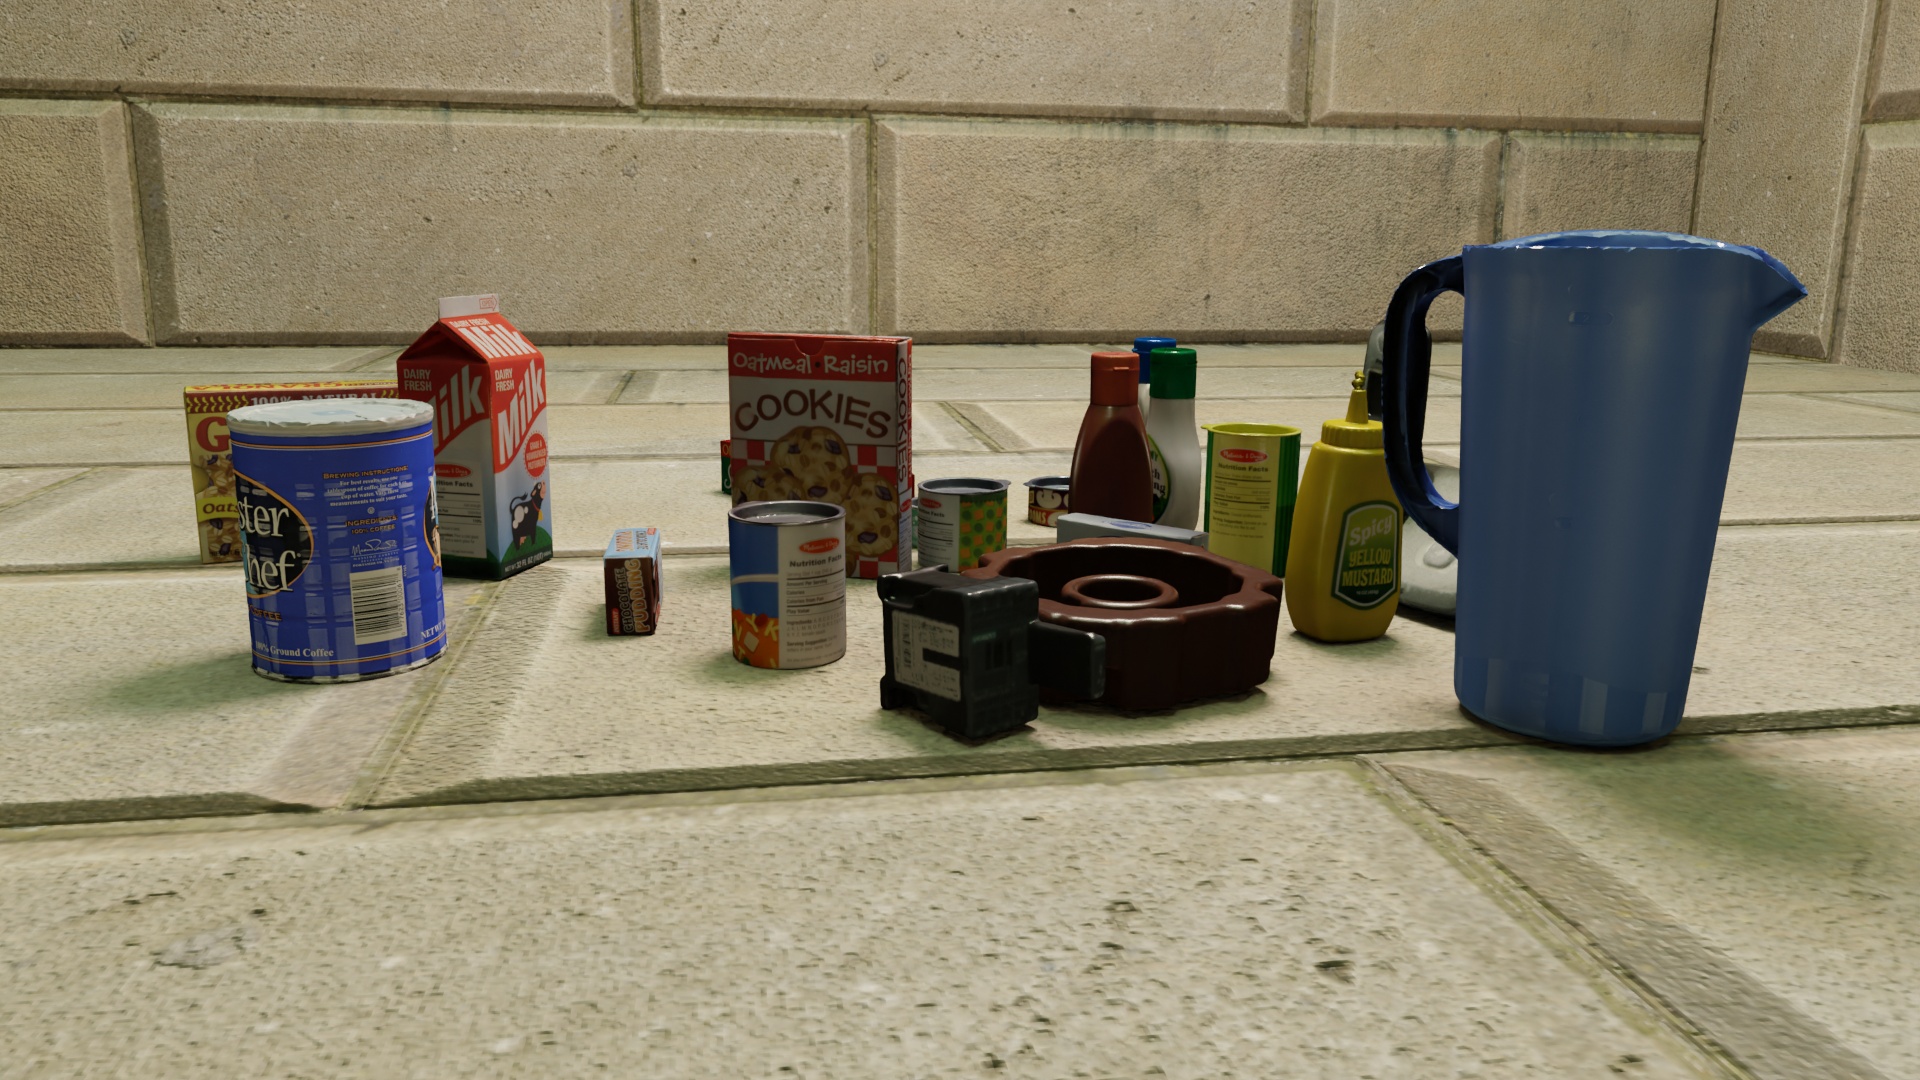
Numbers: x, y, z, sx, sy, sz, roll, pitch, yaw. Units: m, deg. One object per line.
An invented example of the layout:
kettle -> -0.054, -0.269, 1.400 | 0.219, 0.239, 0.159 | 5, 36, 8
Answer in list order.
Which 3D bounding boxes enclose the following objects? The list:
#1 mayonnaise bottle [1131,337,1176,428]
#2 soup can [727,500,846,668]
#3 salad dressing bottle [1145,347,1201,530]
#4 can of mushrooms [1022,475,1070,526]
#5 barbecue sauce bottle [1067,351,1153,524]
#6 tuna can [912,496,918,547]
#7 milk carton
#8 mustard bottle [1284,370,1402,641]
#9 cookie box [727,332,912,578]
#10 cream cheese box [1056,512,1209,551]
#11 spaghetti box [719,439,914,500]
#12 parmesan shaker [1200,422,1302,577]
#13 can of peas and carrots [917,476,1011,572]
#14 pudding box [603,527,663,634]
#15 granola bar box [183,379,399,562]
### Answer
mayonnaise bottle -> 0.166, -0.100, 1.201 | 0.041, 0.147, 0.065 | -1, 12, -8
soup can -> -0.099, 0.023, 0.790 | 0.071, 0.083, 0.071 | 1, 12, 0
salad dressing bottle -> 0.167, -0.079, 1.107 | 0.044, 0.147, 0.064 | -4, 13, -22
can of mushrooms -> 0.087, -0.033, 1.159 | 0.071, 0.033, 0.071 | 1, 13, 0
barbecue sauce bottle -> 0.115, -0.068, 1.055 | 0.065, 0.148, 0.044 | -1, 12, -9
tuna can -> -0.011, -0.014, 1.073 | 0.071, 0.032, 0.071 | 1, 13, 0
milk carton -> -0.337, -0.074, 0.967 | 0.073, 0.190, 0.072 | 4, 13, 13
mustard bottle -> 0.231, -0.021, 0.828 | 0.065, 0.159, 0.049 | -4, 13, -22
cookie box -> -0.097, -0.060, 0.968 | 0.123, 0.167, 0.040 | 4, 13, 13
cream cheese box -> 0.110, 0.015, 0.905 | 0.104, 0.053, 0.024 | 10, 16, 36
spaghetti box -> -0.128, -0.049, 1.179 | 0.029, 0.050, 0.250 | -10, 17, -40
parmesan shaker -> 0.205, -0.030, 0.994 | 0.071, 0.102, 0.071 | 1, 12, 0
can of peas and carrots -> 0.004, -0.013, 1.009 | 0.071, 0.058, 0.071 | 1, 13, 0
pudding box -> -0.202, 0.024, 0.860 | 0.030, 0.049, 0.084 | -1, 13, -9
granola bar box -> -0.470, -0.054, 1.018 | 0.166, 0.124, 0.039 | -6, 14, -26
